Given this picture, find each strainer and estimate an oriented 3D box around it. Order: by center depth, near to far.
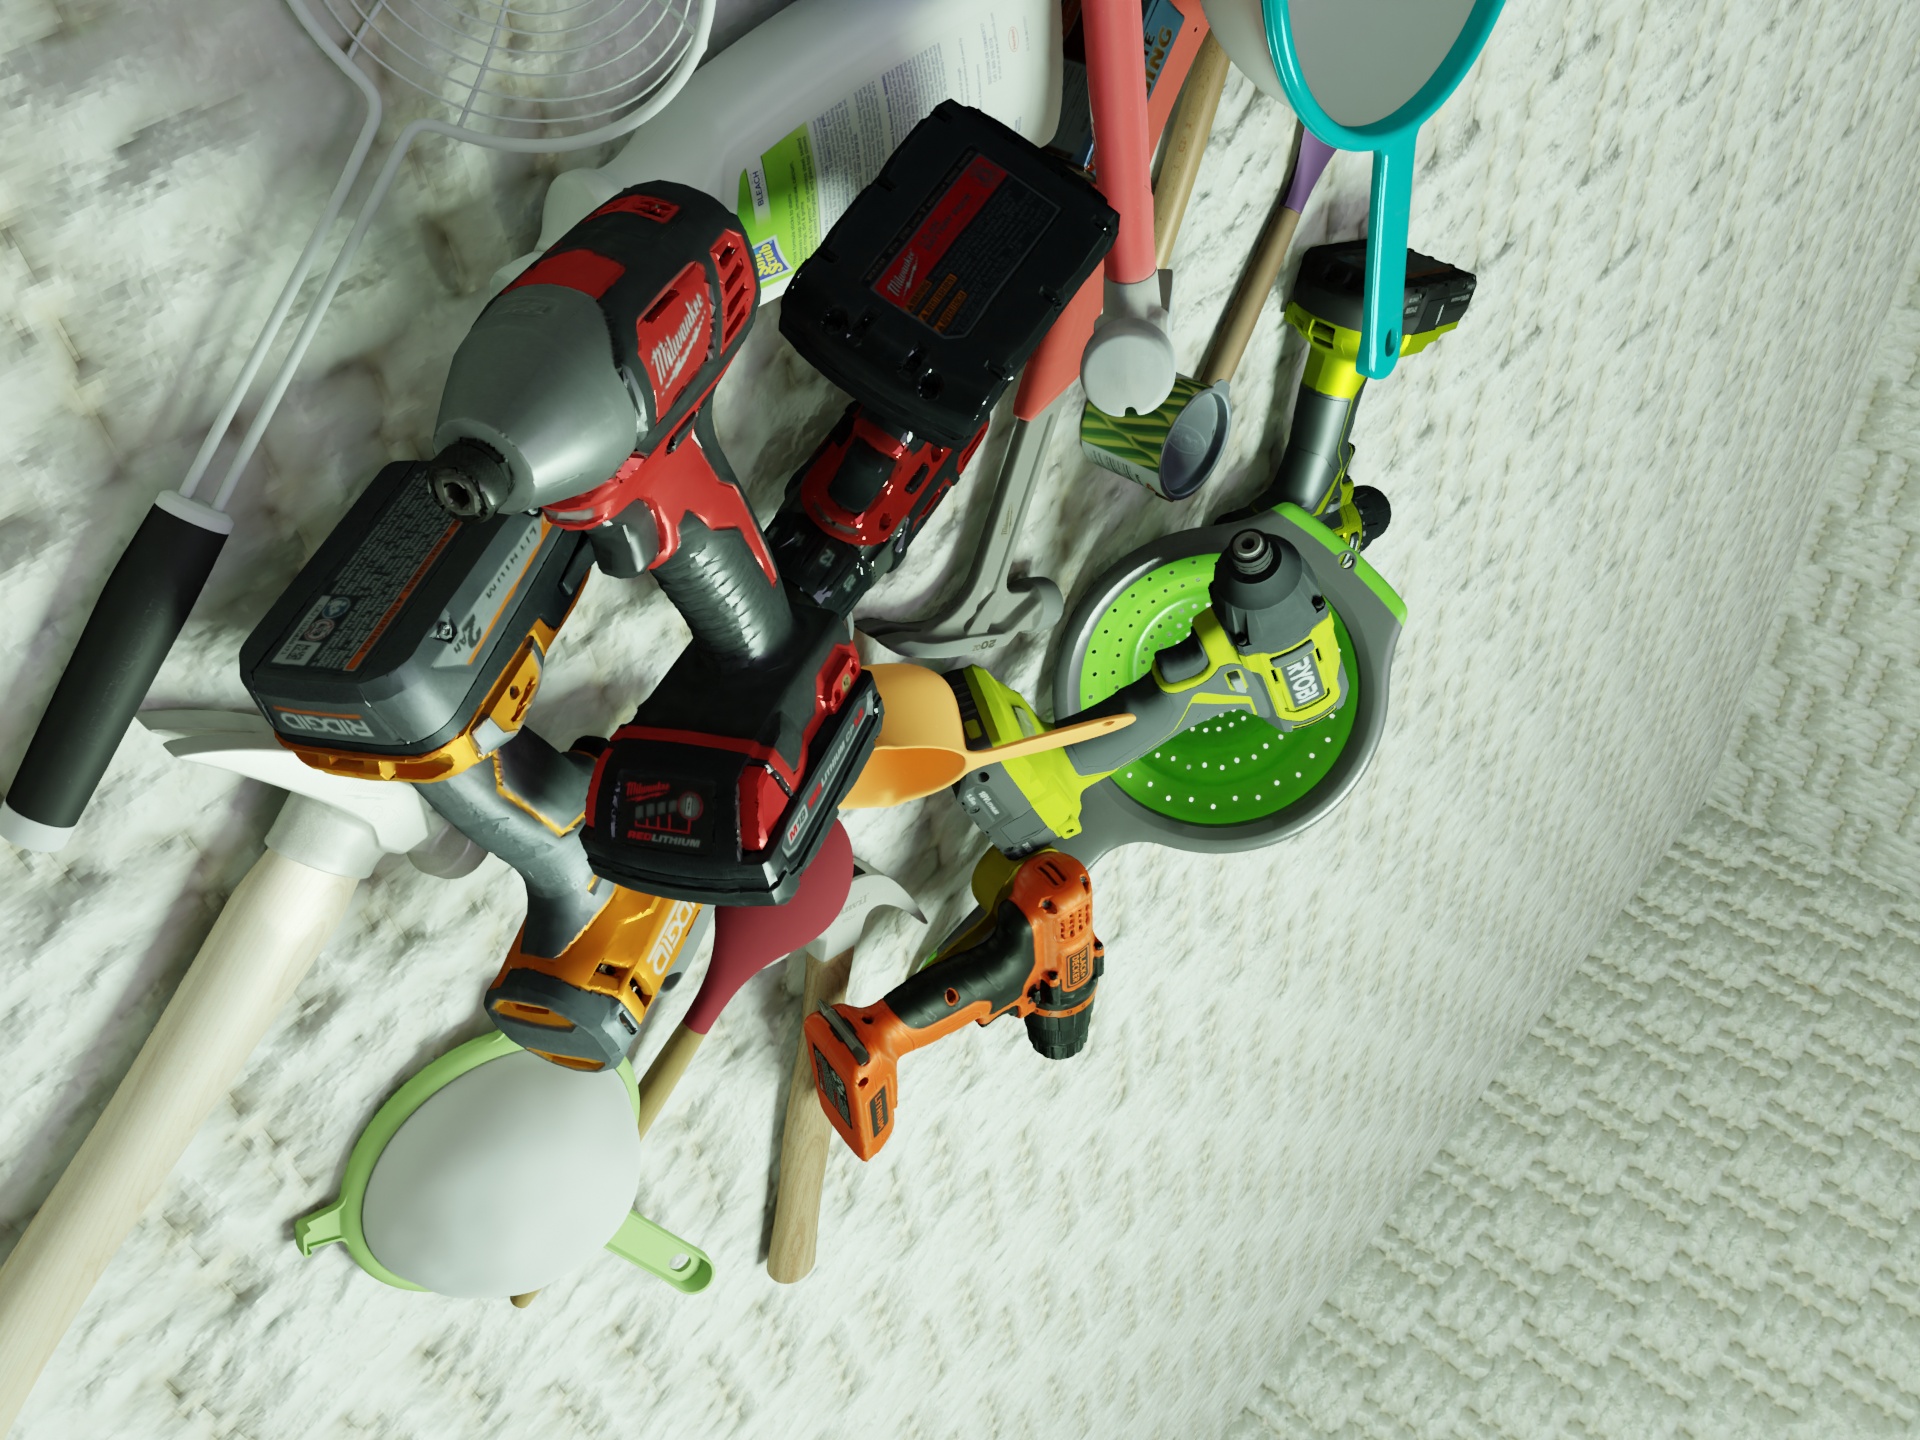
[{"bbox_3d":[0.171,-0.319,0.736,0.211,0.095,0.340,-39,140,-28],"label":"strainer"},{"bbox_3d":[-0.183,0.251,0.782,0.151,0.069,0.256,-47,136,-10],"label":"strainer"}]

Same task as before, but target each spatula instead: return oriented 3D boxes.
[{"bbox_3d":[0.131,-0.335,0.797,0.082,0.044,0.317,3,120,-22],"label":"spatula"},{"bbox_3d":[0.184,-0.279,0.943,0.059,0.018,0.316,7,109,-55],"label":"spatula"}]

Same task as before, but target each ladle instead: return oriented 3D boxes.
[{"bbox_3d":[-0.154,0.180,0.833,0.315,0.069,0.031,-58,-173,7],"label":"ladle"}]

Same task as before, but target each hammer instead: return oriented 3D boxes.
[{"bbox_3d":[-0.333,0.186,0.588,0.410,0.038,0.146,-59,147,0],"label":"hammer"},{"bbox_3d":[0.054,-0.321,0.596,0.143,0.038,0.386,-77,162,-56],"label":"hammer"},{"bbox_3d":[0.048,-0.199,0.798,0.149,0.037,0.359,-12,127,-51],"label":"hammer"},{"bbox_3d":[-0.088,0.223,0.971,0.130,0.031,0.331,-25,136,-42],"label":"hammer"}]

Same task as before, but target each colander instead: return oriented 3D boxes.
[{"bbox_3d":[0.107,0.034,1.026,0.397,0.204,0.094,-48,-175,11],"label":"colander"}]

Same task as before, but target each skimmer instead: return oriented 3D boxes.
[{"bbox_3d":[-0.200,-0.109,0.474,0.127,0.090,0.363,26,96,-34],"label":"skimmer"}]

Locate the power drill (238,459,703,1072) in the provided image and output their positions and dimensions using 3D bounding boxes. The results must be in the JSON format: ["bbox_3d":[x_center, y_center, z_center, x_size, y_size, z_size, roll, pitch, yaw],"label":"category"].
[{"bbox_3d":[-0.156,0.010,0.611,0.226,0.084,0.164,71,32,-45],"label":"power drill"}]

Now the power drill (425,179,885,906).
[{"bbox_3d":[-0.098,-0.047,0.524,0.143,0.078,0.219,-63,151,-43],"label":"power drill"}]

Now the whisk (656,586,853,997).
[{"bbox_3d":[-0.110,0.036,0.772,0.055,0.055,0.239,-3,123,-54],"label":"whisk"}]

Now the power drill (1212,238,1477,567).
[{"bbox_3d":[0.259,-0.197,1.066,0.190,0.080,0.228,-23,136,-44],"label":"power drill"}]

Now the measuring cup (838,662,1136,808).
[{"bbox_3d":[-0.001,-0.003,0.803,0.173,0.052,0.095,-13,160,-2],"label":"measuring cup"}]

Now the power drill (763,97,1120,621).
[{"bbox_3d":[-0.036,-0.110,0.633,0.188,0.080,0.226,-56,-179,-22],"label":"power drill"}]

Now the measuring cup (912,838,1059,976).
[{"bbox_3d":[-0.005,0.125,0.959,0.156,0.029,0.062,-41,149,-8],"label":"measuring cup"}]

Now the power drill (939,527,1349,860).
[{"bbox_3d":[0.099,-0.018,0.883,0.223,0.080,0.171,-26,149,8],"label":"power drill"}]
